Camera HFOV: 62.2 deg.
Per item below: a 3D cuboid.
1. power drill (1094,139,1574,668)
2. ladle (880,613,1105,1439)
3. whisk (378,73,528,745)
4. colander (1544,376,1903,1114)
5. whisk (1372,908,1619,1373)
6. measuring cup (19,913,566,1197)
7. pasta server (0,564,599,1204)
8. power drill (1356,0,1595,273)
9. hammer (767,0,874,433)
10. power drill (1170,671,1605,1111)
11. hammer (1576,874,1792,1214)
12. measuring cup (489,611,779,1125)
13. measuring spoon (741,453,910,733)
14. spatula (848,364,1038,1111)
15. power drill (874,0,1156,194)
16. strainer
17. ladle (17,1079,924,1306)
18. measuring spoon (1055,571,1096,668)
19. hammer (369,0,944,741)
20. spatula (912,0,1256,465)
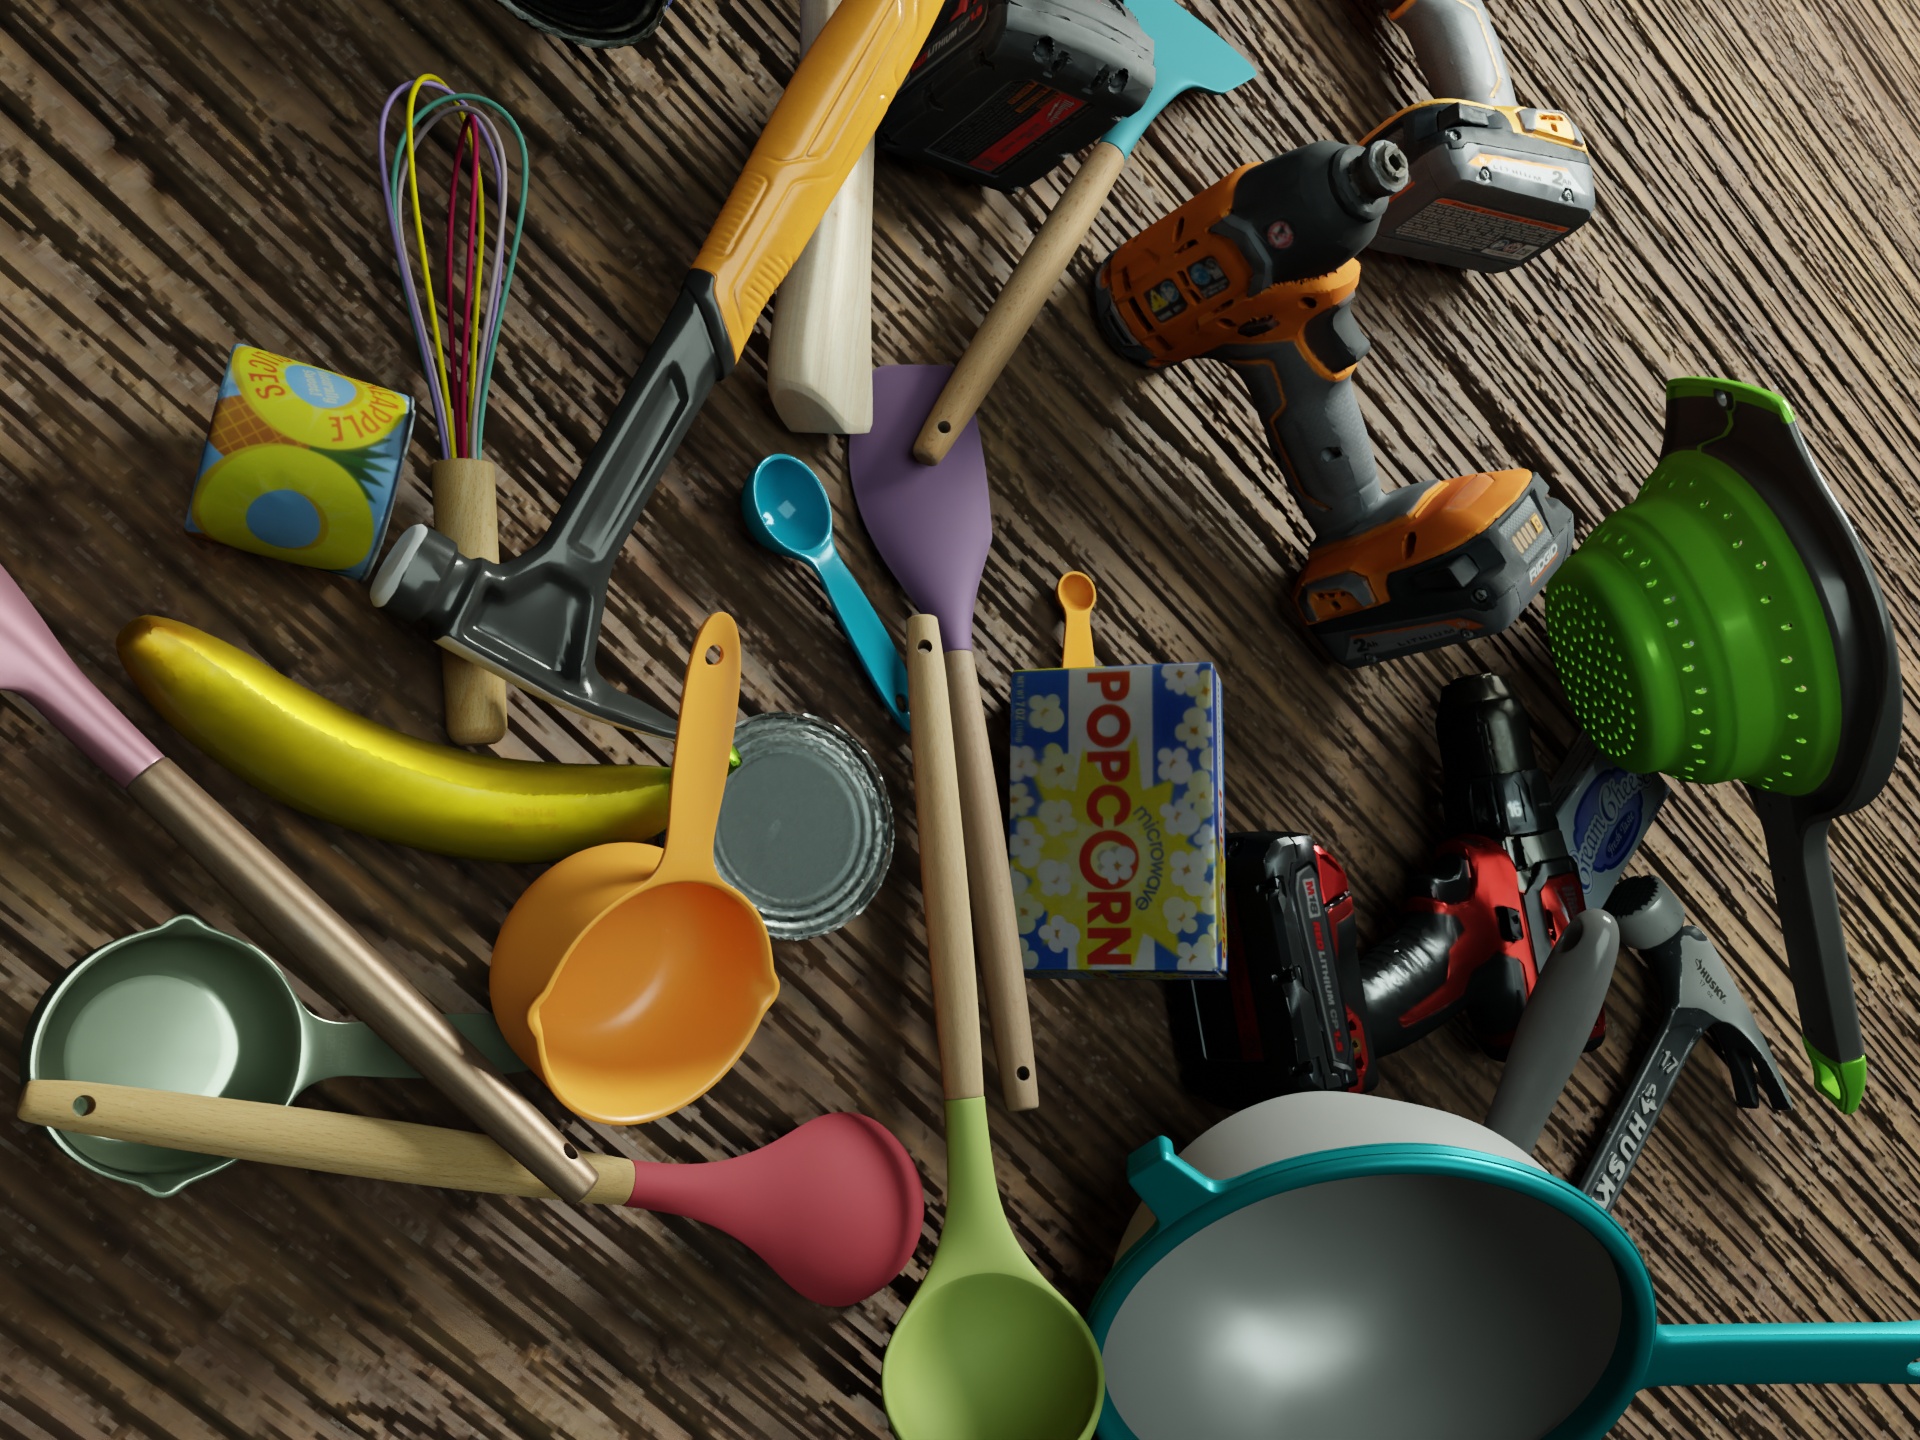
[{"bbox_3d":[0.174,-0.142,0.707,0.084,0.164,0.226,-42,103,-30],"label":"power drill"},{"bbox_3d":[0.000,0.112,0.585,0.078,0.062,0.320,-4,77,-6],"label":"ladle"},{"bbox_3d":[-0.178,-0.113,0.575,0.051,0.047,0.245,-3,86,-18],"label":"whisk"},{"bbox_3d":[0.373,0.035,0.791,0.094,0.205,0.397,-18,107,2],"label":"colander"},{"bbox_3d":[0.231,0.191,0.686,0.055,0.055,0.239,16,99,-26],"label":"whisk"},{"bbox_3d":[-0.211,0.106,0.516,0.167,0.038,0.083,8,77,-41],"label":"measuring cup"},{"bbox_3d":[-0.231,0.040,0.484,0.316,0.040,0.060,47,24,-9],"label":"pasta server"},{"bbox_3d":[0.235,-0.363,0.837,0.185,0.084,0.226,1,75,-29],"label":"power drill"},{"bbox_3d":[-0.042,-0.321,0.621,0.146,0.038,0.410,-16,110,-56],"label":"hammer"},{"bbox_3d":[0.200,0.076,0.727,0.226,0.080,0.188,-5,83,-33],"label":"power drill"},{"bbox_3d":[0.286,0.268,0.759,0.149,0.036,0.409,48,62,-14],"label":"hammer"},{"bbox_3d":[-0.106,0.044,0.529,0.095,0.052,0.173,2,103,-43],"label":"measuring cup"},{"bbox_3d":[-0.053,-0.047,0.646,0.042,0.021,0.128,-46,113,-48],"label":"measuring spoon"},{"bbox_3d":[-0.001,-0.002,0.646,0.059,0.018,0.316,-5,75,-16],"label":"spatula"},{"bbox_3d":[0.025,-0.356,0.679,0.078,0.143,0.220,8,78,-33],"label":"power drill"},{"bbox_3d":[0.212,0.216,0.623,0.340,0.095,0.210,1,120,-3],"label":"strainer"},{"bbox_3d":[-0.134,0.148,0.524,0.315,0.031,0.069,19,65,-33],"label":"ladle"},{"bbox_3d":[0.050,-0.008,0.698,0.021,0.011,0.117,3,82,-27],"label":"measuring spoon"},{"bbox_3d":[-0.072,-0.158,0.570,0.127,0.034,0.337,31,82,-29],"label":"hammer"},{"bbox_3d":[0.054,-0.234,0.728,0.082,0.044,0.318,34,67,-10],"label":"spatula"}]
